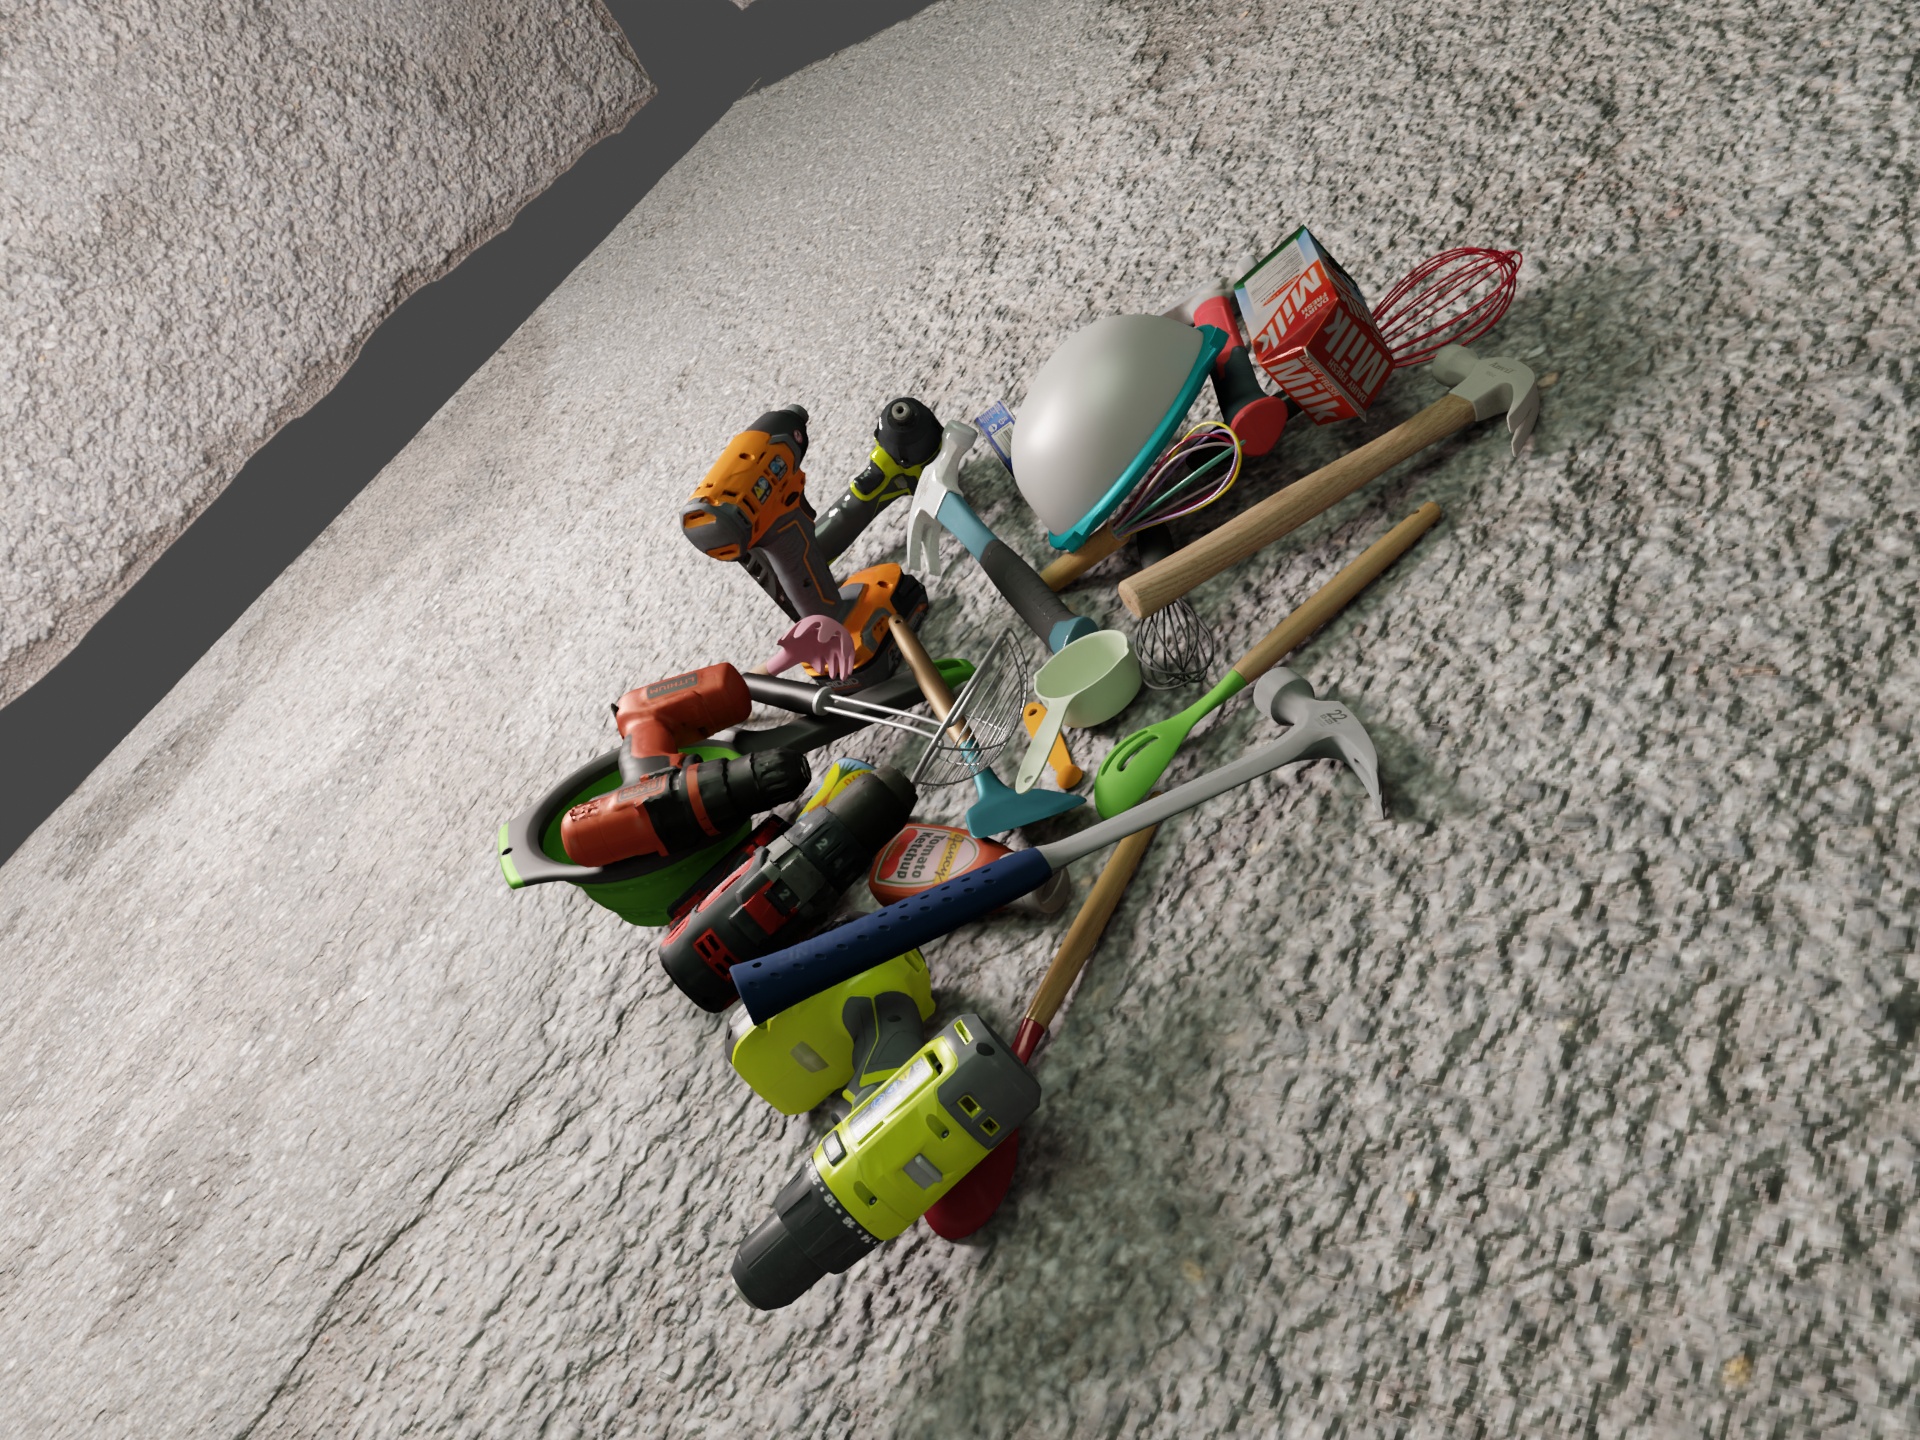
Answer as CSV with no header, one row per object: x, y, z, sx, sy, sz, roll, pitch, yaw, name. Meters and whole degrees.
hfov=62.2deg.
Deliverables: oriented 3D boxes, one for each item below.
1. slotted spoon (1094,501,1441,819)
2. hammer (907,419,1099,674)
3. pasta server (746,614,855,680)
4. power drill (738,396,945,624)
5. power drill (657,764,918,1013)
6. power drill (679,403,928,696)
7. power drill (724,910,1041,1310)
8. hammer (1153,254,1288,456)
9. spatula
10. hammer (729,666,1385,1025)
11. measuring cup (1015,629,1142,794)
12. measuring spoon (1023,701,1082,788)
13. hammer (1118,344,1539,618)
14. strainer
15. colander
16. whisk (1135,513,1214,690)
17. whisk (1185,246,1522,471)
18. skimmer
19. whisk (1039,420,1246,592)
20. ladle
0.205,-0.046,1.069,0.314,0.031,0.070,-40,16,-7,slotted spoon
0.032,-0.133,1.312,0.128,0.033,0.331,-65,33,20,hammer
-0.175,-0.033,1.360,0.316,0.060,0.040,-24,37,54,pasta server
-0.105,-0.201,1.470,0.223,0.080,0.171,-43,-11,-2,power drill
-0.115,0.106,1.055,0.188,0.080,0.226,-43,3,-11,power drill
-0.123,-0.149,1.342,0.084,0.226,0.164,-8,42,39,power drill
-0.067,0.219,0.923,0.190,0.080,0.229,-42,23,-2,power drill
0.207,-0.291,1.316,0.143,0.038,0.387,-29,23,18,hammer
-0.002,-0.004,1.180,0.082,0.044,0.318,-18,39,-11,spatula
0.060,0.081,0.935,0.405,0.035,0.144,-23,31,-11,hammer
0.078,0.003,1.112,0.083,0.038,0.168,-13,35,38,measuring cup
0.063,0.014,1.149,0.021,0.011,0.117,-35,32,6,measuring spoon
0.259,-0.163,1.113,0.331,0.031,0.130,-31,32,-6,hammer
0.097,-0.260,1.306,0.211,0.095,0.340,-54,13,9,strainer
-0.160,0.063,1.261,0.397,0.094,0.205,-24,28,-10,colander
0.149,-0.093,1.174,0.055,0.055,0.239,-27,29,18,whisk
0.302,-0.277,1.243,0.296,0.073,0.073,-30,32,25,whisk
-0.082,-0.023,1.162,0.363,0.090,0.127,12,65,49,skimmer
0.132,-0.156,1.204,0.051,0.047,0.245,-49,9,-36,whisk
0.057,0.163,0.955,0.069,0.031,0.315,-4,44,45,ladle
